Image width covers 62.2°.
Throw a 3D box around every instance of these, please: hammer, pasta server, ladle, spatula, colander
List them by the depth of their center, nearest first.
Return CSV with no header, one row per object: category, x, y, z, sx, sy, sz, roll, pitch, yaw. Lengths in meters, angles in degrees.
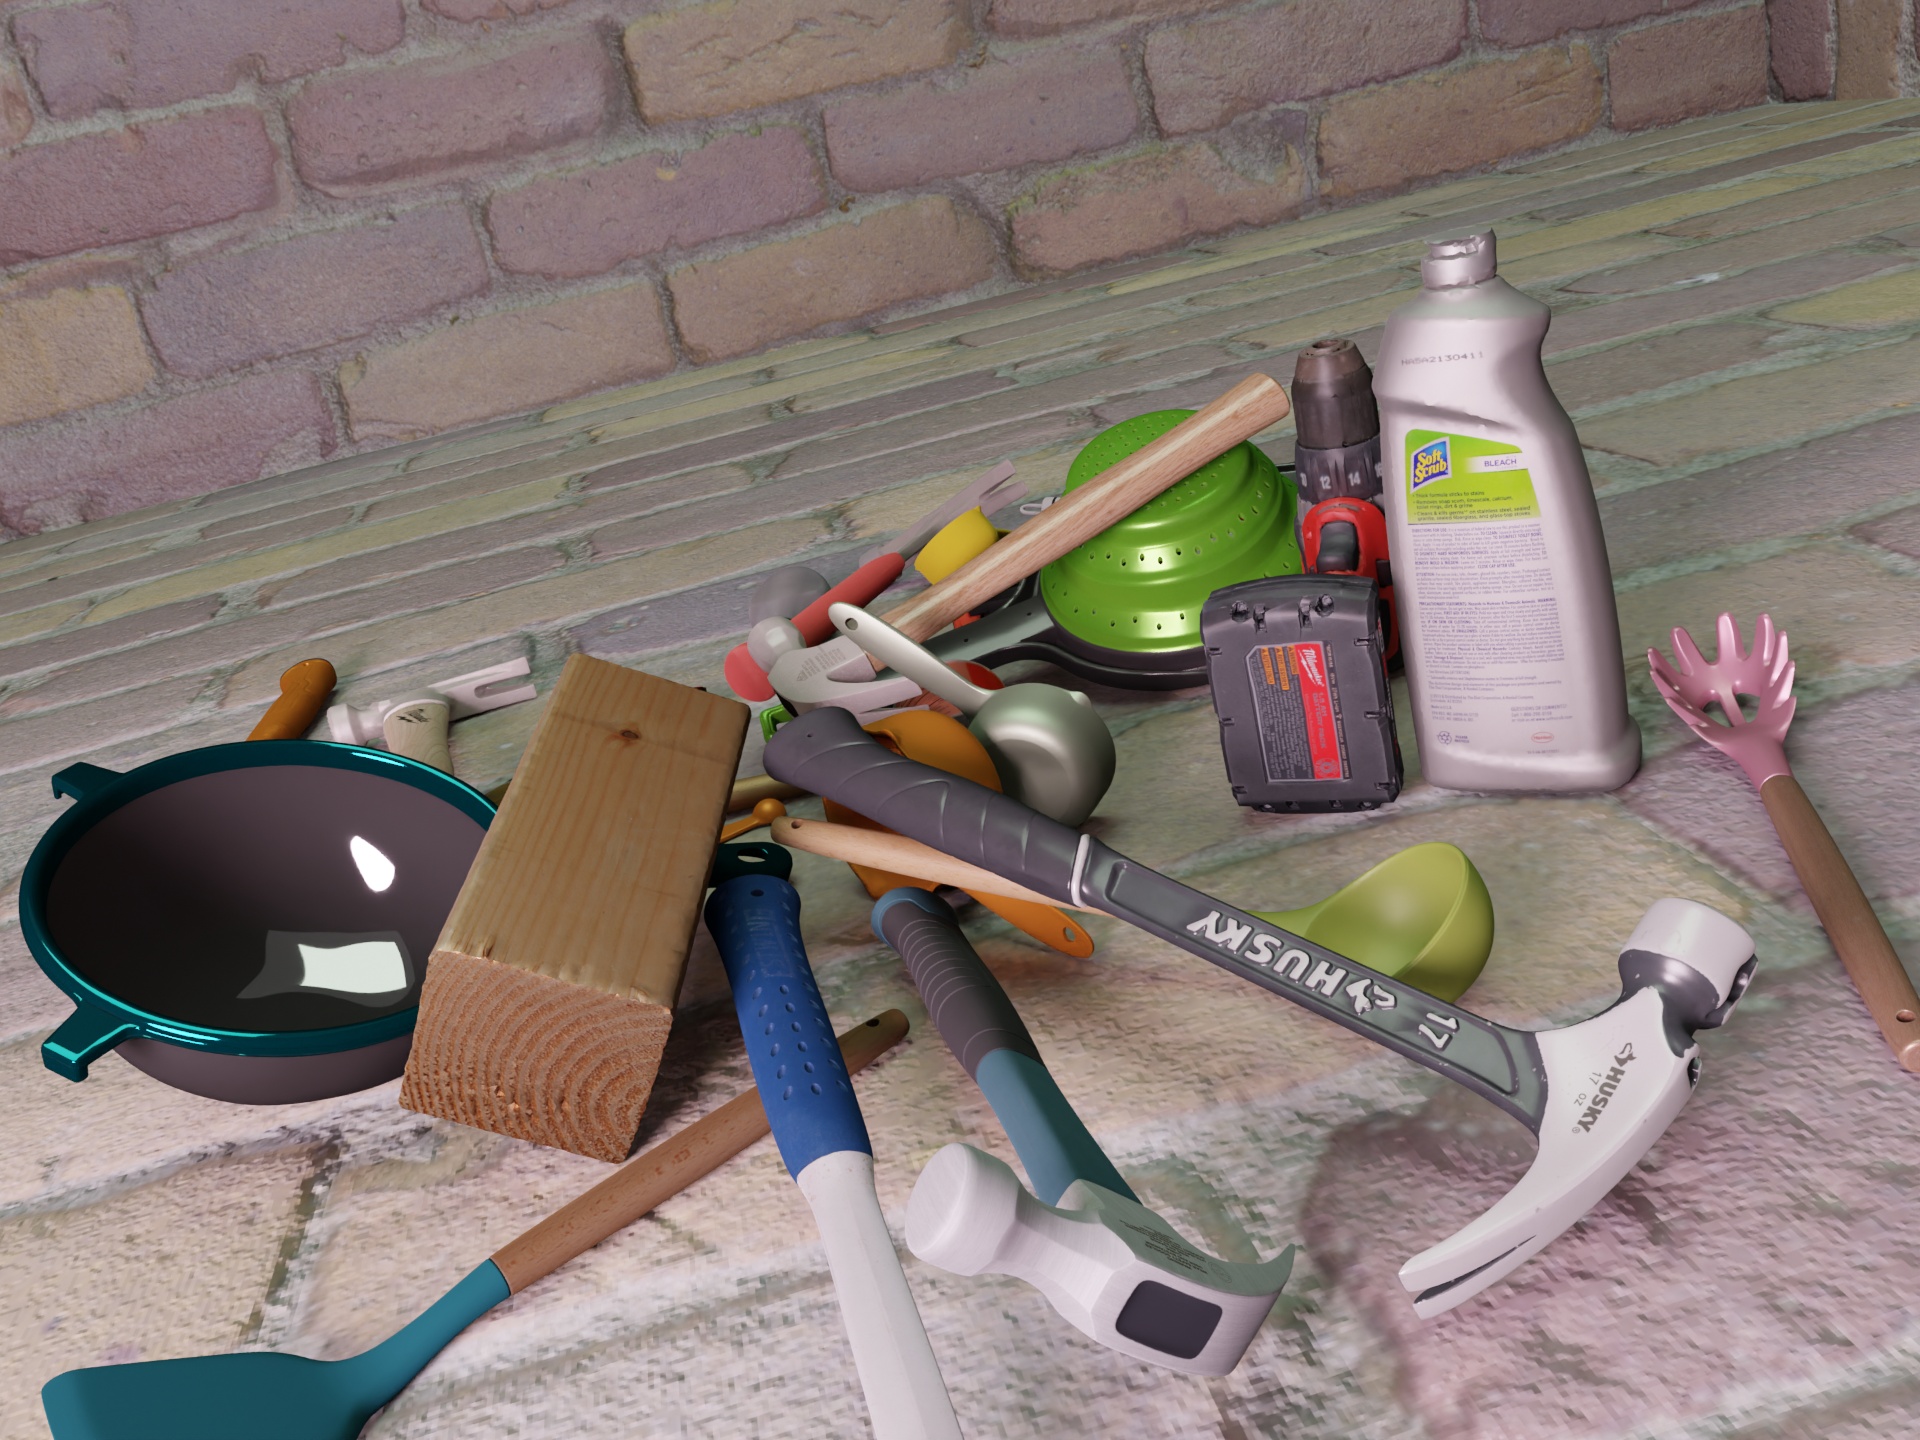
hammer,-0.044,0.154,0.516,0.144,0.035,0.406,-9,23,-13
hammer,0.014,0.118,0.551,0.033,0.128,0.331,-60,16,3
spatula,-0.141,0.174,0.559,0.317,0.044,0.082,-27,30,-35
hammer,0.058,0.067,0.593,0.409,0.036,0.149,21,61,43
pasta server,0.334,0.034,0.641,0.060,0.040,0.316,-19,20,21
ladle,0.053,0.063,0.650,0.320,0.062,0.078,9,45,28
hammer,0.042,-0.097,0.882,0.331,0.031,0.130,-33,38,-7
colander,0.051,-0.090,0.965,0.397,0.094,0.205,-22,43,1
hammer,-0.329,0.024,0.998,0.146,0.038,0.411,-18,16,-15
hammer,-0.061,-0.094,1.089,0.149,0.036,0.359,-31,9,25
hammer,-0.507,0.016,1.178,0.127,0.034,0.337,-15,21,-3

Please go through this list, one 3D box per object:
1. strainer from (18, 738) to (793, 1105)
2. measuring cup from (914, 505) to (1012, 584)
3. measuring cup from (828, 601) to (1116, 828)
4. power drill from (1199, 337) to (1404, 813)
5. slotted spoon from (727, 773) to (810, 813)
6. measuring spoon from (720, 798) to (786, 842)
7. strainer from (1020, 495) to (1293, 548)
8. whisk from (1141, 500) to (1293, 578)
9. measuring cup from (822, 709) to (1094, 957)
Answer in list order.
strainer,-0.247,0.103,0.751,0.340,0.095,0.211,0,34,-28
measuring cup,0.017,-0.115,1.093,0.062,0.029,0.156,-43,-10,19
measuring cup,-0.001,-0.003,0.787,0.167,0.083,0.038,35,35,-1
power drill,0.186,-0.077,0.806,0.080,0.187,0.227,-3,28,24
slotted spoon,-0.216,0.064,0.901,0.313,0.031,0.070,-13,19,-4
measuring spoon,-0.151,0.066,0.875,0.117,0.011,0.021,-21,23,-19
strainer,0.165,-0.148,1.128,0.258,0.050,0.087,4,42,20
whisk,0.228,-0.097,1.006,0.296,0.073,0.073,14,33,39
measuring cup,0.010,0.056,0.741,0.174,0.095,0.052,30,37,35
